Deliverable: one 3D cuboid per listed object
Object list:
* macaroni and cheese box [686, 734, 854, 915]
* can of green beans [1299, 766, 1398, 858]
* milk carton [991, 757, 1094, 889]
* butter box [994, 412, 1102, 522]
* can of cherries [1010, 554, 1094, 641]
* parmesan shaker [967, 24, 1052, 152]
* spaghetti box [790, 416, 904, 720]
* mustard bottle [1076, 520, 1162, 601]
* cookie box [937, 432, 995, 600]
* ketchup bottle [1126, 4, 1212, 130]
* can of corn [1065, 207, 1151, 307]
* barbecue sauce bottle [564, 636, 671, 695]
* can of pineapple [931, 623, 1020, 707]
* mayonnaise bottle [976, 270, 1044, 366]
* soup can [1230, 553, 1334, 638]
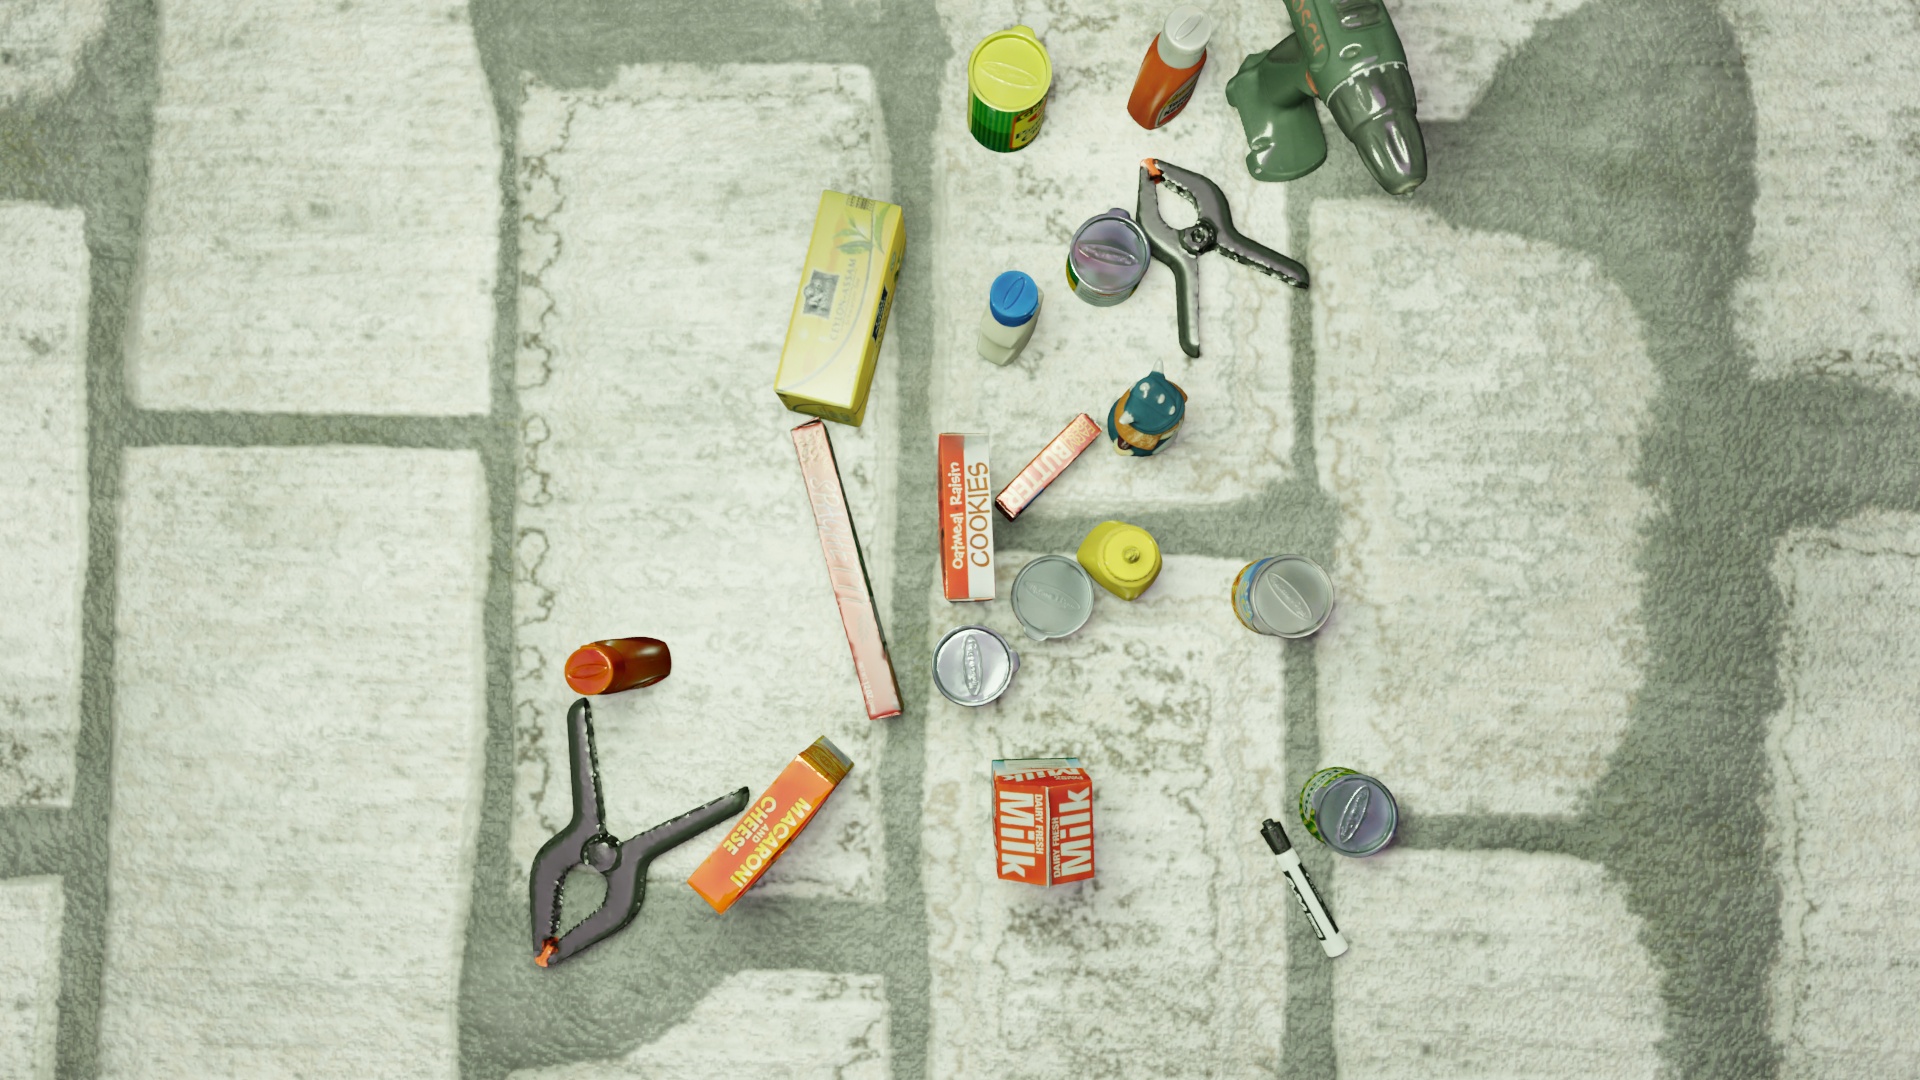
[{"bbox_3d":[-0.141,0.214,1.070,0.040,0.166,0.124,41,88,2],"label":"macaroni and cheese box"},{"bbox_3d":[0.313,0.219,1.125,0.071,0.058,0.071,0,87,0],"label":"can of green beans"},{"bbox_3d":[0.061,0.212,1.058,0.073,0.190,0.072,-1,87,0],"label":"milk carton"},{"bbox_3d":[0.071,-0.060,1.144,0.103,0.053,0.024,-45,88,-3],"label":"butter box"},{"bbox_3d":[0.072,0.048,1.135,0.071,0.058,0.071,0,87,0],"label":"can of cherries"},{"bbox_3d":[0.040,-0.368,1.139,0.071,0.103,0.071,0,87,0],"label":"parmesan shaker"},{"bbox_3d":[-0.092,0.023,1.140,0.029,0.050,0.250,-16,87,-1],"label":"spaghetti box"},{"bbox_3d":[0.129,0.014,1.086,0.065,0.160,0.049,40,88,2],"label":"mustard bottle"},{"bbox_3d":[0.004,-0.014,1.084,0.040,0.167,0.123,-3,87,0],"label":"cookie box"},{"bbox_3d":[0.171,-0.383,1.117,0.065,0.148,0.043,-45,88,-2],"label":"ketchup bottle"},{"bbox_3d":[0.122,-0.234,1.153,0.071,0.058,0.071,0,87,0],"label":"can of corn"},{"bbox_3d":[-0.271,0.098,1.086,0.065,0.148,0.043,-9,87,0],"label":"barbecue sauce bottle"},{"bbox_3d":[0.011,0.101,1.132,0.071,0.058,0.071,0,87,0],"label":"can of pineapple"},{"bbox_3d":[0.040,-0.180,1.104,0.041,0.148,0.065,31,87,2],"label":"mayonnaise bottle"},{"bbox_3d":[0.256,0.047,1.122,0.071,0.083,0.071,0,87,0],"label":"soup can"}]
